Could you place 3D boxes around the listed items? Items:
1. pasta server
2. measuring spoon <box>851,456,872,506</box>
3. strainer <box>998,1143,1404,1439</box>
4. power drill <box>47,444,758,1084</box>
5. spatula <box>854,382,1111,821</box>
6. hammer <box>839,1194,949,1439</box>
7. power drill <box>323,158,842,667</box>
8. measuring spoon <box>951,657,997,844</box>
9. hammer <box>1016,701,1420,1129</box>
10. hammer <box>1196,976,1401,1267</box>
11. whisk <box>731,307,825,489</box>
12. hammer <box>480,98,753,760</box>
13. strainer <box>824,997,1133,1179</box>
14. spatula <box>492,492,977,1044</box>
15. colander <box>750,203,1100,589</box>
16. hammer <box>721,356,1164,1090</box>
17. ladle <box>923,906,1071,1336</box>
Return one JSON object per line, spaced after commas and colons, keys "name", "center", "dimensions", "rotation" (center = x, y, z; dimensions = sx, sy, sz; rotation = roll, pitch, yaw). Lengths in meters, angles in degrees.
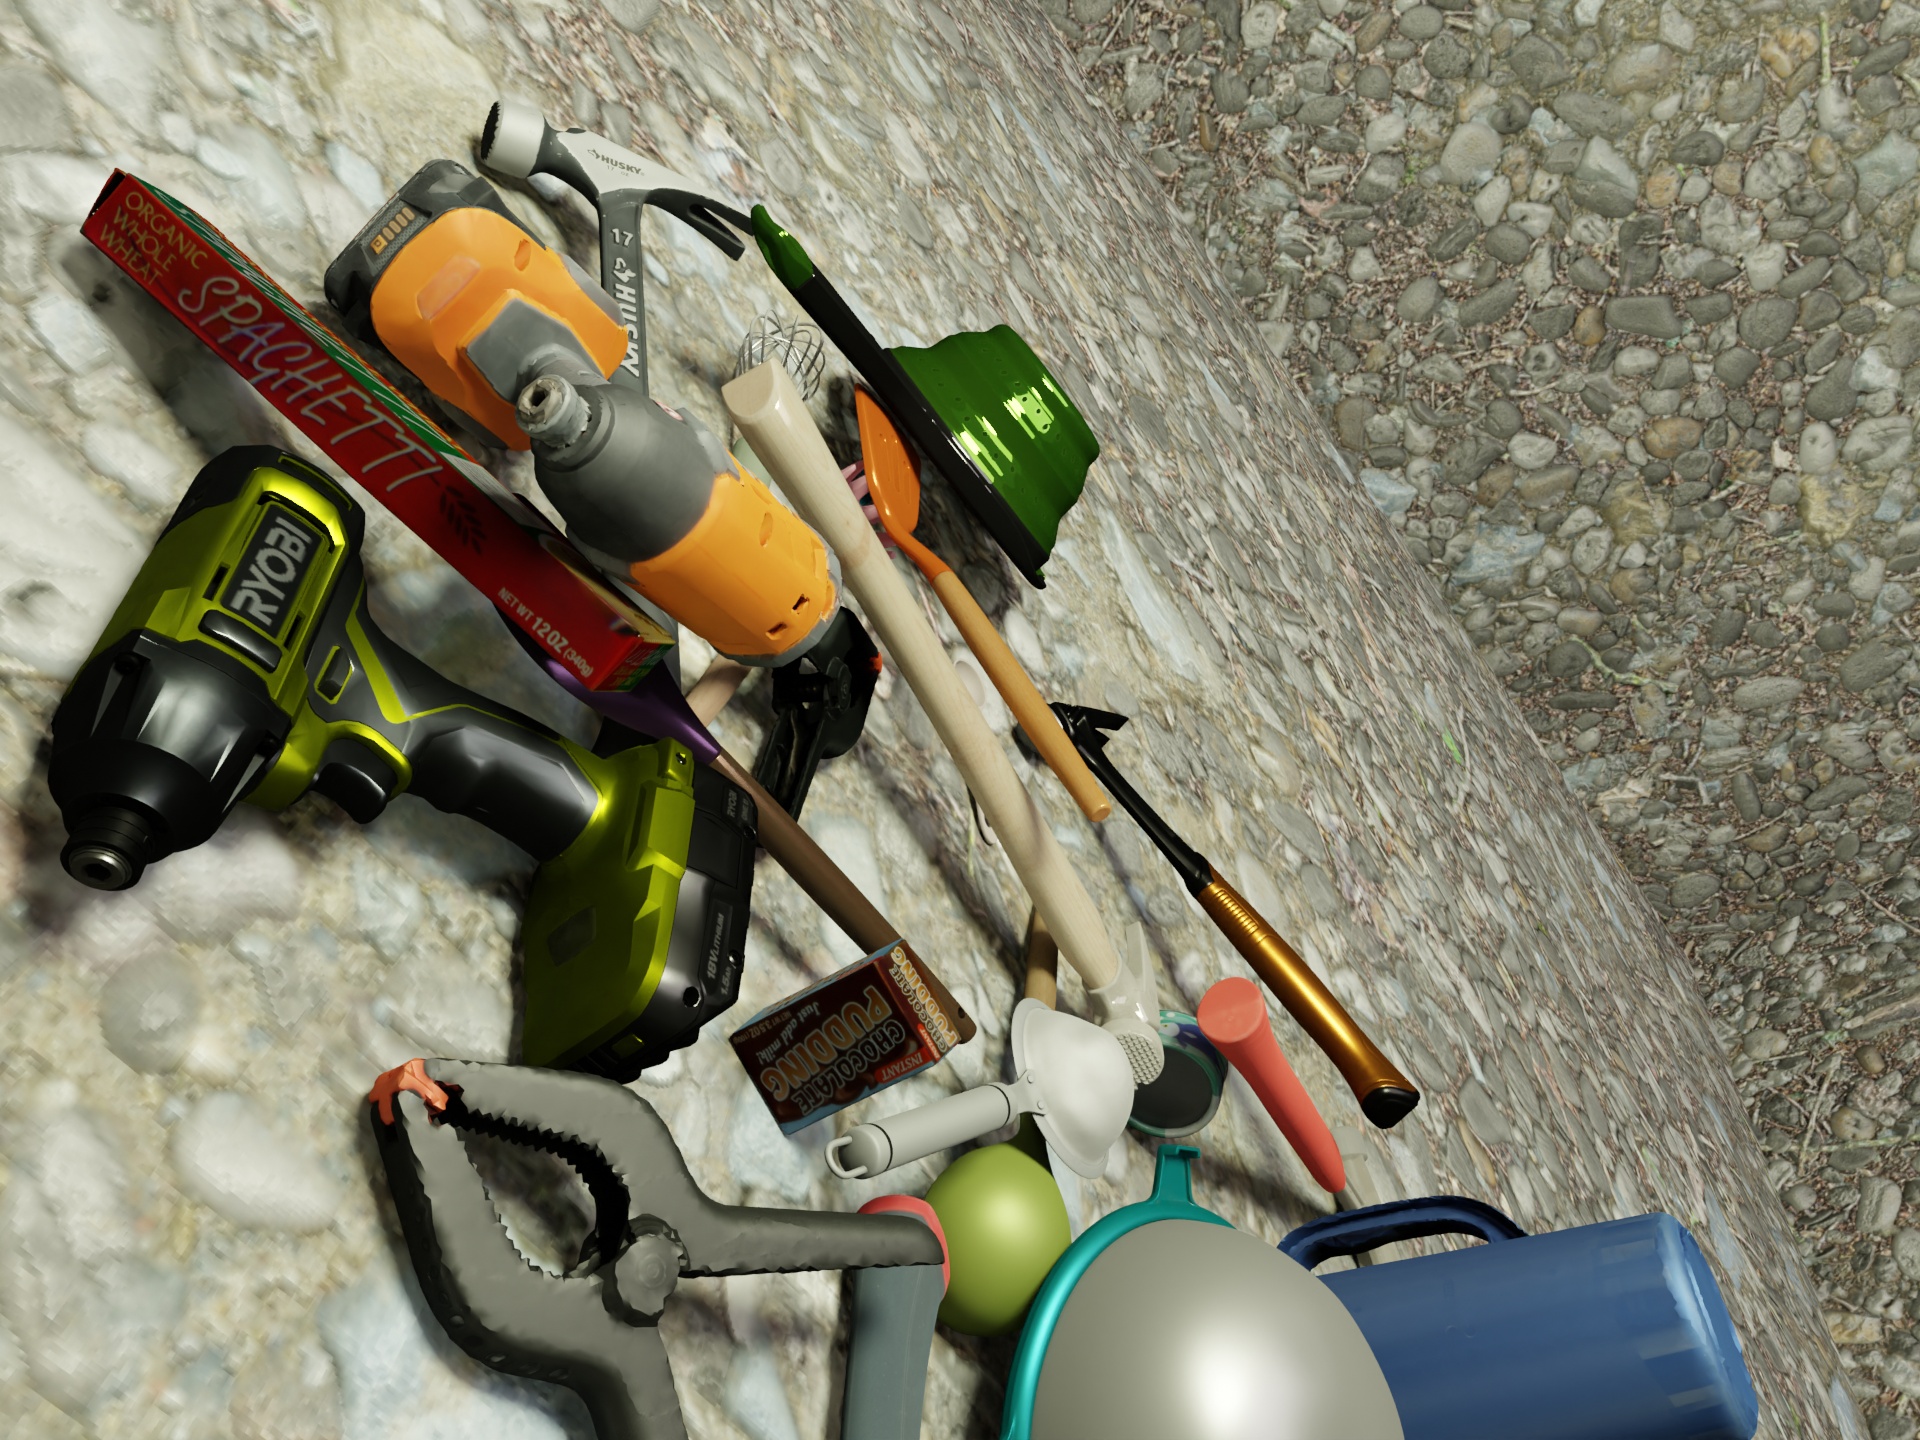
{"name": "pasta server", "center": [-0.091, -0.061, 0.835], "dimensions": [0.060, 0.040, 0.316], "rotation": [66, 22, -22]}
{"name": "measuring spoon", "center": [-0.058, -0.149, 1.010], "dimensions": [0.042, 0.021, 0.128], "rotation": [57, 24, -4]}
{"name": "strainer", "center": [0.153, 0.359, 0.668], "dimensions": [0.211, 0.095, 0.340], "rotation": [-43, 106, -44]}
{"name": "power drill", "center": [-0.178, 0.028, 0.532], "dimensions": [0.223, 0.080, 0.171], "rotation": [38, 31, -31]}
{"name": "spatula", "center": [0.008, -0.068, 0.883], "dimensions": [0.080, 0.041, 0.323], "rotation": [44, 11, -52]}
{"name": "hammer", "center": [-0.042, 0.319, 0.502], "dimensions": [0.143, 0.038, 0.387], "rotation": [42, 30, -29]}
{"name": "power drill", "center": [-0.154, -0.125, 0.617], "dimensions": [0.227, 0.084, 0.164], "rotation": [45, 2, 30]}
{"name": "measuring spoon", "center": [0.006, 0.019, 0.959], "dimensions": [0.034, 0.018, 0.124], "rotation": [28, 46, -49]}
{"name": "hammer", "center": [0.169, 0.117, 1.019], "dimensions": [0.337, 0.034, 0.127], "rotation": [50, 20, 22]}
{"name": "hammer", "center": [0.211, 0.257, 0.949], "dimensions": [0.358, 0.036, 0.149], "rotation": [54, 19, -48]}
{"name": "whisk", "center": [-0.114, -0.155, 0.888], "dimensions": [0.247, 0.059, 0.057], "rotation": [-84, 154, -45]}
{"name": "hammer", "center": [-0.155, -0.137, 0.766], "dimensions": [0.149, 0.036, 0.409], "rotation": [11, 53, -31]}
{"name": "strainer", "center": [0.020, 0.162, 0.671], "dimensions": [0.258, 0.050, 0.087], "rotation": [4, 60, -59]}
{"name": "spatula", "center": [-0.090, 0.035, 0.669], "dimensions": [0.315, 0.018, 0.060], "rotation": [50, 36, -24]}
{"name": "colander", "center": [-0.003, -0.218, 0.987], "dimensions": [0.205, 0.094, 0.396], "rotation": [56, 8, 27]}
{"name": "hammer", "center": [-0.001, -0.003, 0.833], "dimensions": [0.410, 0.038, 0.146], "rotation": [60, 13, -16]}
{"name": "ladle", "center": [0.027, 0.175, 0.802], "dimensions": [0.078, 0.062, 0.320], "rotation": [55, 18, -17]}
